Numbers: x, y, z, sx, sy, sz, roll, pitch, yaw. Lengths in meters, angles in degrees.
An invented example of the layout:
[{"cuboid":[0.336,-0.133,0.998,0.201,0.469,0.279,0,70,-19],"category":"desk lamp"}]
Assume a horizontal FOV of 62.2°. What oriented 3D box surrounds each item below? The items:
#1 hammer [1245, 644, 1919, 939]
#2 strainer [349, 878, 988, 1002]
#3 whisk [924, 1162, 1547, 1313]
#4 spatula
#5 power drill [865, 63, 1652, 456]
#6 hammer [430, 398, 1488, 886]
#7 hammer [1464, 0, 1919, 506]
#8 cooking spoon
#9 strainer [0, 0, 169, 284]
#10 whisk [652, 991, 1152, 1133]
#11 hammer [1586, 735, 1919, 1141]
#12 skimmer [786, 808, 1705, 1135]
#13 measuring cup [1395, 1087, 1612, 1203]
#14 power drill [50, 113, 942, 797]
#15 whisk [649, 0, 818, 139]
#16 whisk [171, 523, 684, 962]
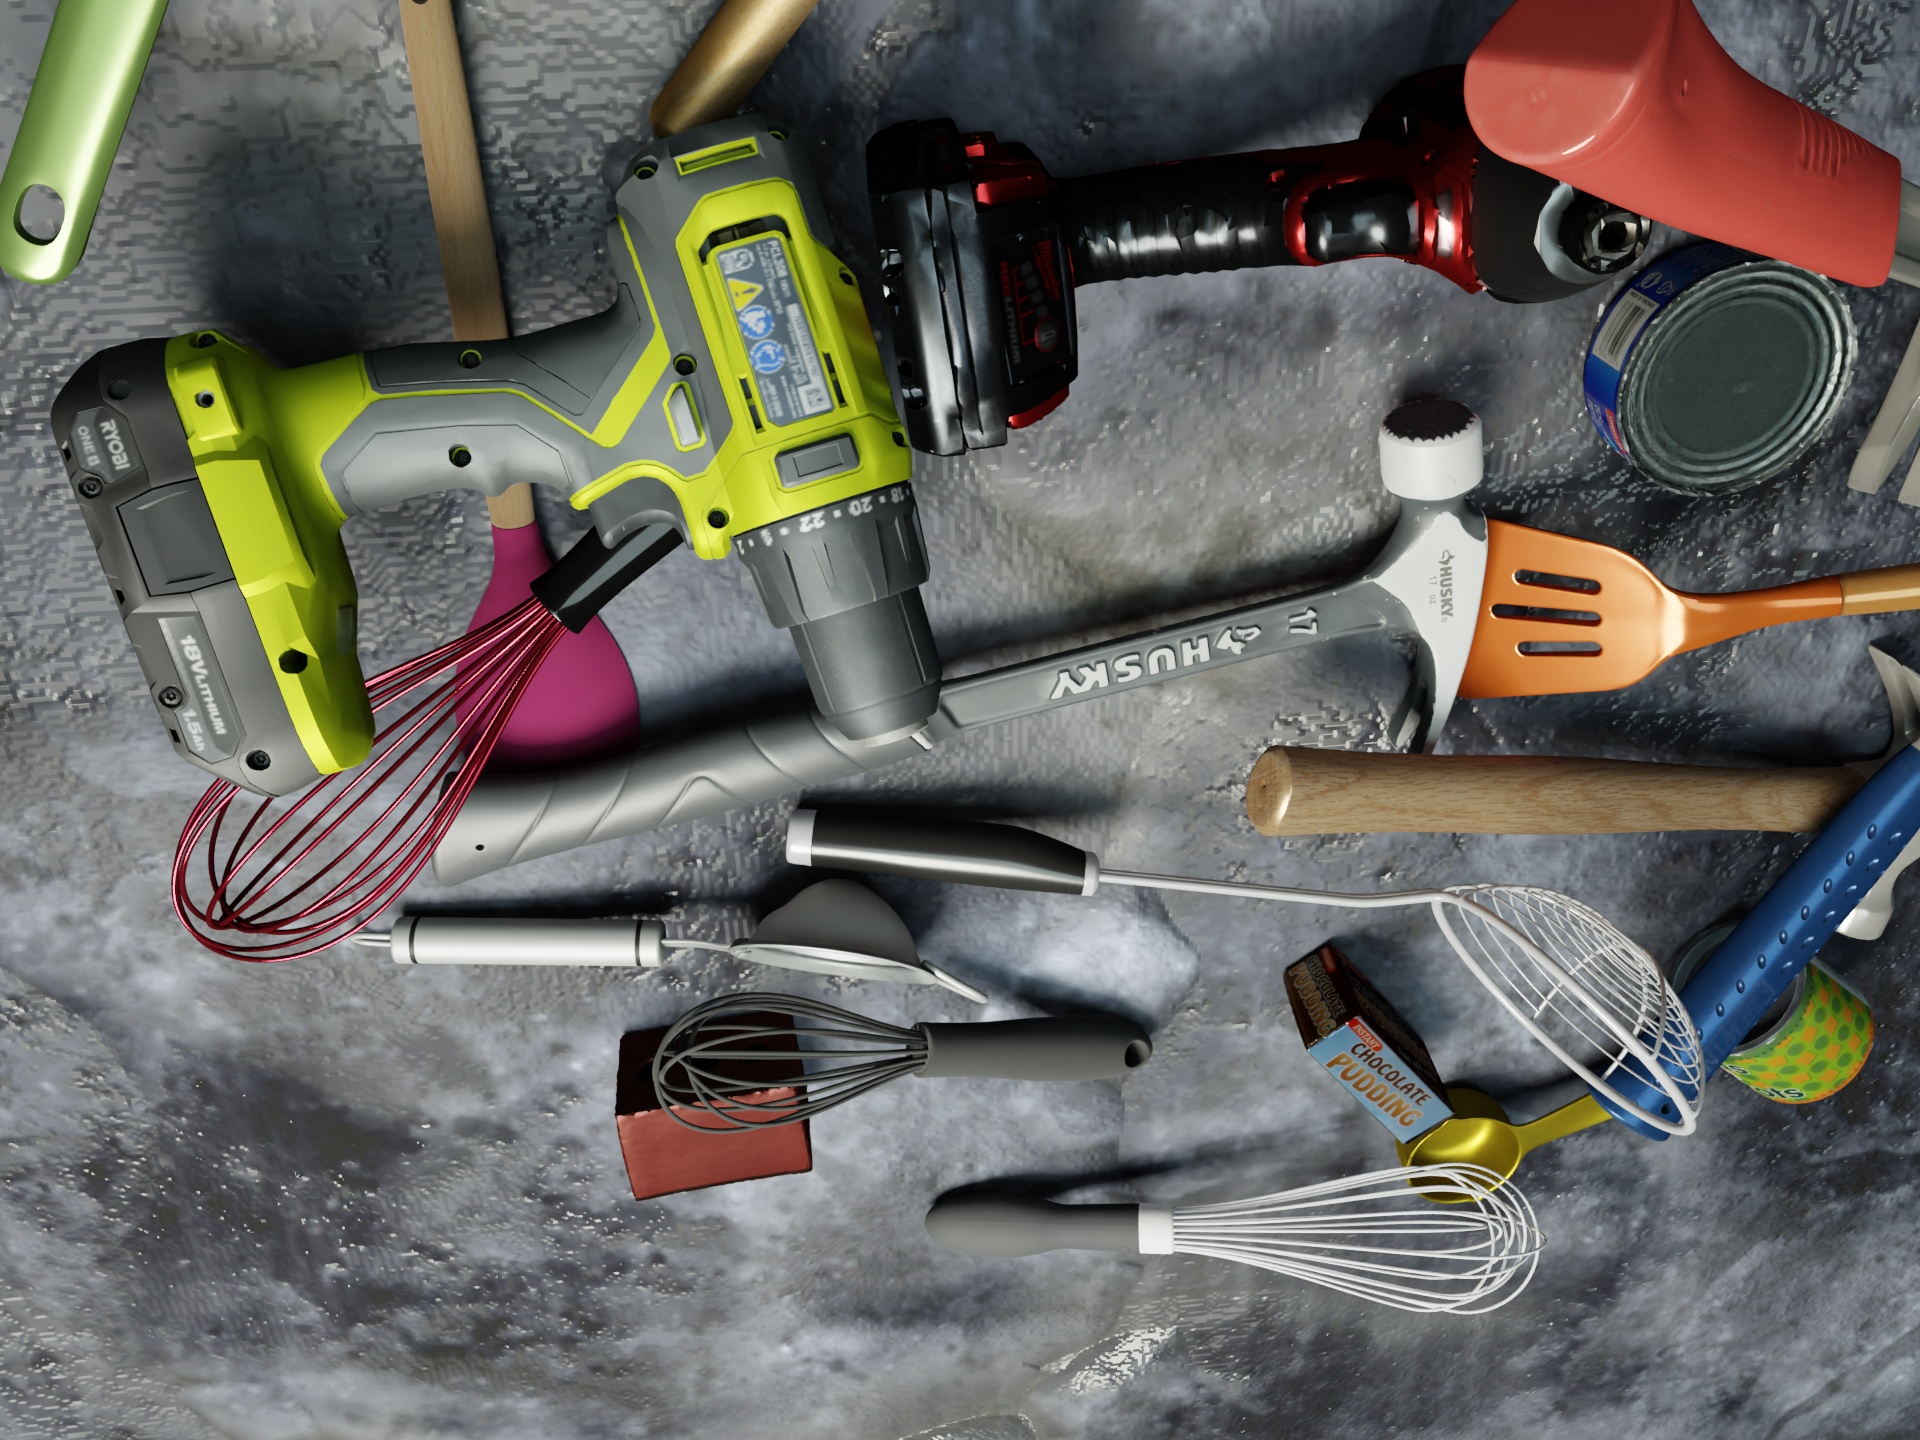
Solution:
[{"cuboid":[0.269,0.029,0.639,0.331,0.031,0.130,2,118,-19],"category":"hammer"},{"cuboid":[-0.118,0.088,0.646,0.258,0.050,0.086,1,164,-2],"category":"strainer"},{"cuboid":[0.123,0.237,0.738,0.284,0.070,0.070,-2,122,8],"category":"whisk"},{"cuboid":[0.338,-0.052,0.571,0.322,0.041,0.081,-6,117,13],"category":"spatula"},{"cuboid":[0.086,-0.146,0.473,0.219,0.143,0.078,-9,119,1],"category":"power drill"},{"cuboid":[-0.001,-0.002,0.600,0.409,0.036,0.149,-14,125,0],"category":"hammer"},{"cuboid":[0.237,-0.133,0.439,0.359,0.037,0.149,-8,117,-45],"category":"hammer"},{"cuboid":[-0.158,-0.092,0.545,0.068,0.017,0.318,-4,122,-5],"category":"cooking spoon"},{"cuboid":[-0.203,-0.236,0.423,0.151,0.069,0.256,24,116,-22],"category":"strainer"},{"cuboid":[-0.015,0.140,0.659,0.238,0.055,0.055,6,122,-32],"category":"whisk"},{"cuboid":[0.396,0.009,0.627,0.144,0.035,0.405,23,110,-27],"category":"hammer"},{"cuboid":[0.108,0.097,0.632,0.363,0.127,0.090,7,86,0],"category":"skimmer"},{"cuboid":[0.283,0.183,0.762,0.156,0.029,0.062,-24,121,4],"category":"measuring cup"},{"cuboid":[-0.124,-0.060,0.484,0.228,0.080,0.190,-19,97,-9],"category":"power drill"},{"cuboid":[-0.009,-0.261,0.453,0.051,0.047,0.245,33,116,-25],"category":"whisk"},{"cuboid":[-0.153,-0.025,0.544,0.296,0.073,0.073,-42,118,1],"category":"whisk"}]
